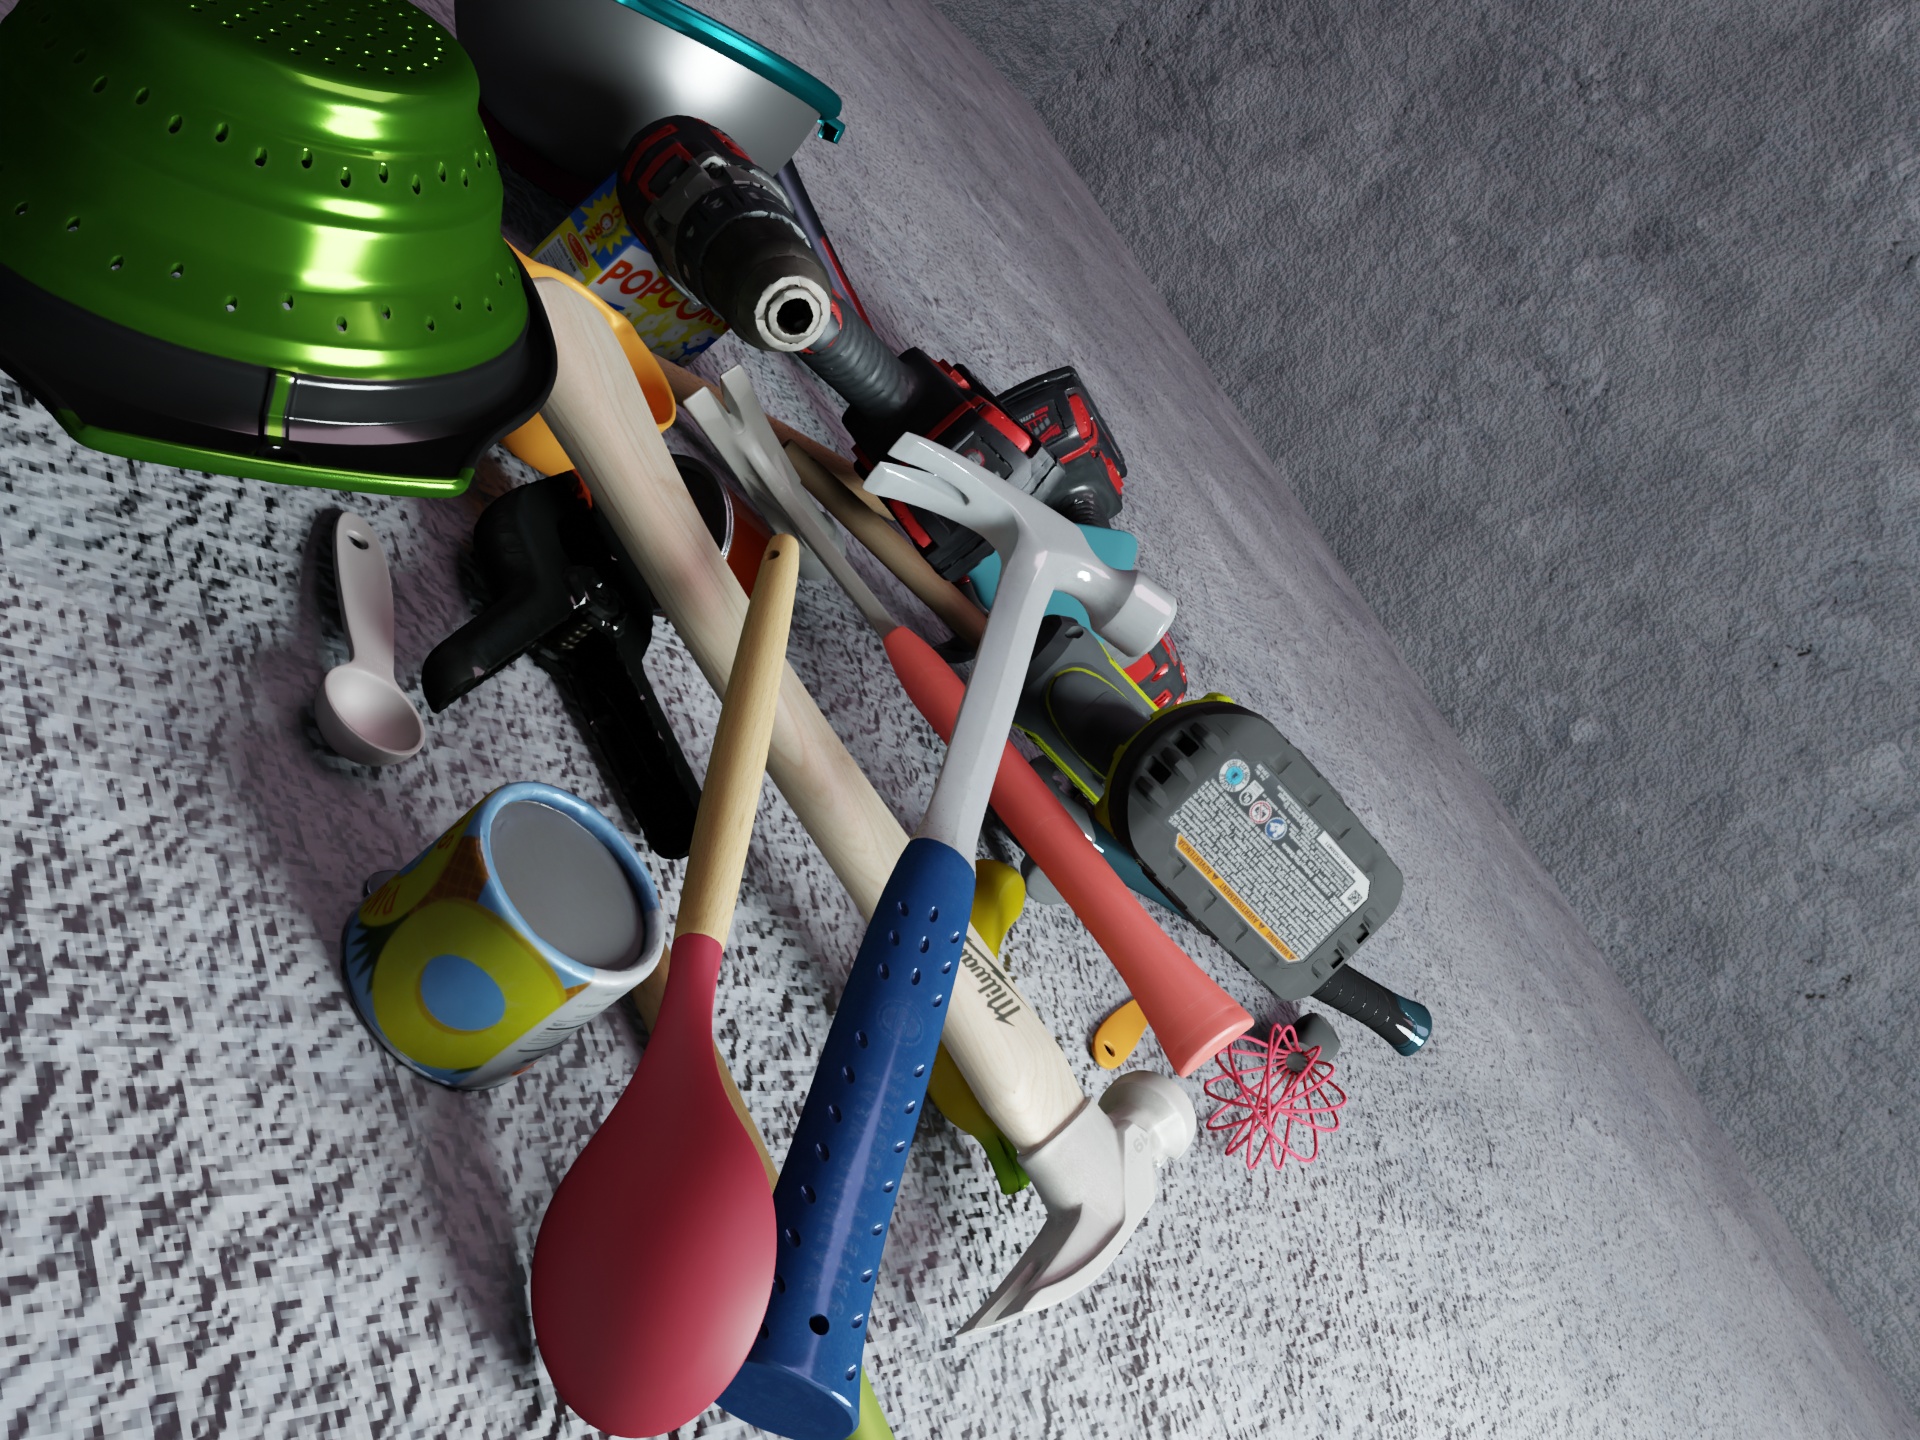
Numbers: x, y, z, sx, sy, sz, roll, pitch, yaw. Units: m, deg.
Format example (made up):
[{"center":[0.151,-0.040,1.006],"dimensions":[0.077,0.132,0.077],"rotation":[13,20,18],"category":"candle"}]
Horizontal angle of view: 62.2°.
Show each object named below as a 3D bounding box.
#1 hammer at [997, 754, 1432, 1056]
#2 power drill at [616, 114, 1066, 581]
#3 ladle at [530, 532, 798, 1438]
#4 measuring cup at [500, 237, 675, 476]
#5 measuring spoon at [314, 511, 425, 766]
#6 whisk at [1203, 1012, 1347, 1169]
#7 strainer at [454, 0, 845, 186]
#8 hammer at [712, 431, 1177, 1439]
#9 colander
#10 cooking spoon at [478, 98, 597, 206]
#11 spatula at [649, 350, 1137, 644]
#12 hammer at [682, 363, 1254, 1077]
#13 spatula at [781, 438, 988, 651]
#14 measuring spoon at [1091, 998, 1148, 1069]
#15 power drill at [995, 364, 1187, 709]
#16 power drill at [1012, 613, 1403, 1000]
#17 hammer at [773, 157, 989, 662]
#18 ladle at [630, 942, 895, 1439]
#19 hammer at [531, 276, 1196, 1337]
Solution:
[{"center":[0.153,0.116,0.903],"dimensions":[0.330,0.033,0.128],"rotation":[31,23,-26],"category":"hammer"},{"center":[-0.050,-0.160,0.708],"dimensions":[0.226,0.080,0.188],"rotation":[41,9,-40],"category":"power drill"},{"center":[-0.073,0.047,0.478],"dimensions":[0.316,0.069,0.031],"rotation":[-86,158,-44],"category":"ladle"},{"center":[-0.200,-0.172,0.666],"dimensions":[0.173,0.052,0.095],"rotation":[44,22,-17],"category":"measuring cup"},{"center":[-0.192,-0.027,0.503],"dimensions":[0.034,0.018,0.124],"rotation":[34,21,-41],"category":"measuring spoon"},{"center":[0.186,0.195,0.891],"dimensions":[0.073,0.073,0.295],"rotation":[57,14,13],"category":"whisk"},{"center":[-0.179,-0.308,0.762],"dimensions":[0.211,0.095,0.340],"rotation":[24,14,-2],"category":"strainer"},{"center":[-0.010,0.038,0.544],"dimensions":[0.144,0.035,0.406],"rotation":[34,39,-13],"category":"hammer"},{"center":[-0.244,-0.228,0.532],"dimensions":[0.204,0.094,0.398],"rotation":[4,40,-35],"category":"colander"},{"center":[-0.291,-0.344,0.795],"dimensions":[0.318,0.017,0.069],"rotation":[24,34,-54],"category":"cooking spoon"},{"center":[-0.049,-0.127,0.846],"dimensions":[0.317,0.082,0.044],"rotation":[26,-9,-26],"category":"spatula"},{"center":[-0.001,-0.002,0.688],"dimensions":[0.359,0.037,0.149],"rotation":[52,-4,27],"category":"hammer"},{"center":[0.019,-0.038,0.857],"dimensions":[0.315,0.018,0.060],"rotation":[43,21,-20],"category":"spatula"},{"center":[0.088,0.153,0.805],"dimensions":[0.021,0.011,0.117],"rotation":[55,20,7],"category":"measuring spoon"},{"center":[0.079,-0.116,1.031],"dimensions":[0.143,0.078,0.220],"rotation":[47,23,-53],"category":"power drill"},{"center":[0.112,0.044,0.754],"dimensions":[0.190,0.080,0.229],"rotation":[46,0,-16],"category":"power drill"},{"center":[-0.063,-0.216,0.950],"dimensions":[0.386,0.038,0.143],"rotation":[64,22,-2],"category":"hammer"},{"center":[-0.044,0.154,0.463],"dimensions":[0.078,0.062,0.320],"rotation":[-3,54,-47],"category":"ladle"},{"center":[-0.060,0.016,0.576],"dimensions":[0.411,0.038,0.146],"rotation":[57,32,3],"category":"hammer"}]
